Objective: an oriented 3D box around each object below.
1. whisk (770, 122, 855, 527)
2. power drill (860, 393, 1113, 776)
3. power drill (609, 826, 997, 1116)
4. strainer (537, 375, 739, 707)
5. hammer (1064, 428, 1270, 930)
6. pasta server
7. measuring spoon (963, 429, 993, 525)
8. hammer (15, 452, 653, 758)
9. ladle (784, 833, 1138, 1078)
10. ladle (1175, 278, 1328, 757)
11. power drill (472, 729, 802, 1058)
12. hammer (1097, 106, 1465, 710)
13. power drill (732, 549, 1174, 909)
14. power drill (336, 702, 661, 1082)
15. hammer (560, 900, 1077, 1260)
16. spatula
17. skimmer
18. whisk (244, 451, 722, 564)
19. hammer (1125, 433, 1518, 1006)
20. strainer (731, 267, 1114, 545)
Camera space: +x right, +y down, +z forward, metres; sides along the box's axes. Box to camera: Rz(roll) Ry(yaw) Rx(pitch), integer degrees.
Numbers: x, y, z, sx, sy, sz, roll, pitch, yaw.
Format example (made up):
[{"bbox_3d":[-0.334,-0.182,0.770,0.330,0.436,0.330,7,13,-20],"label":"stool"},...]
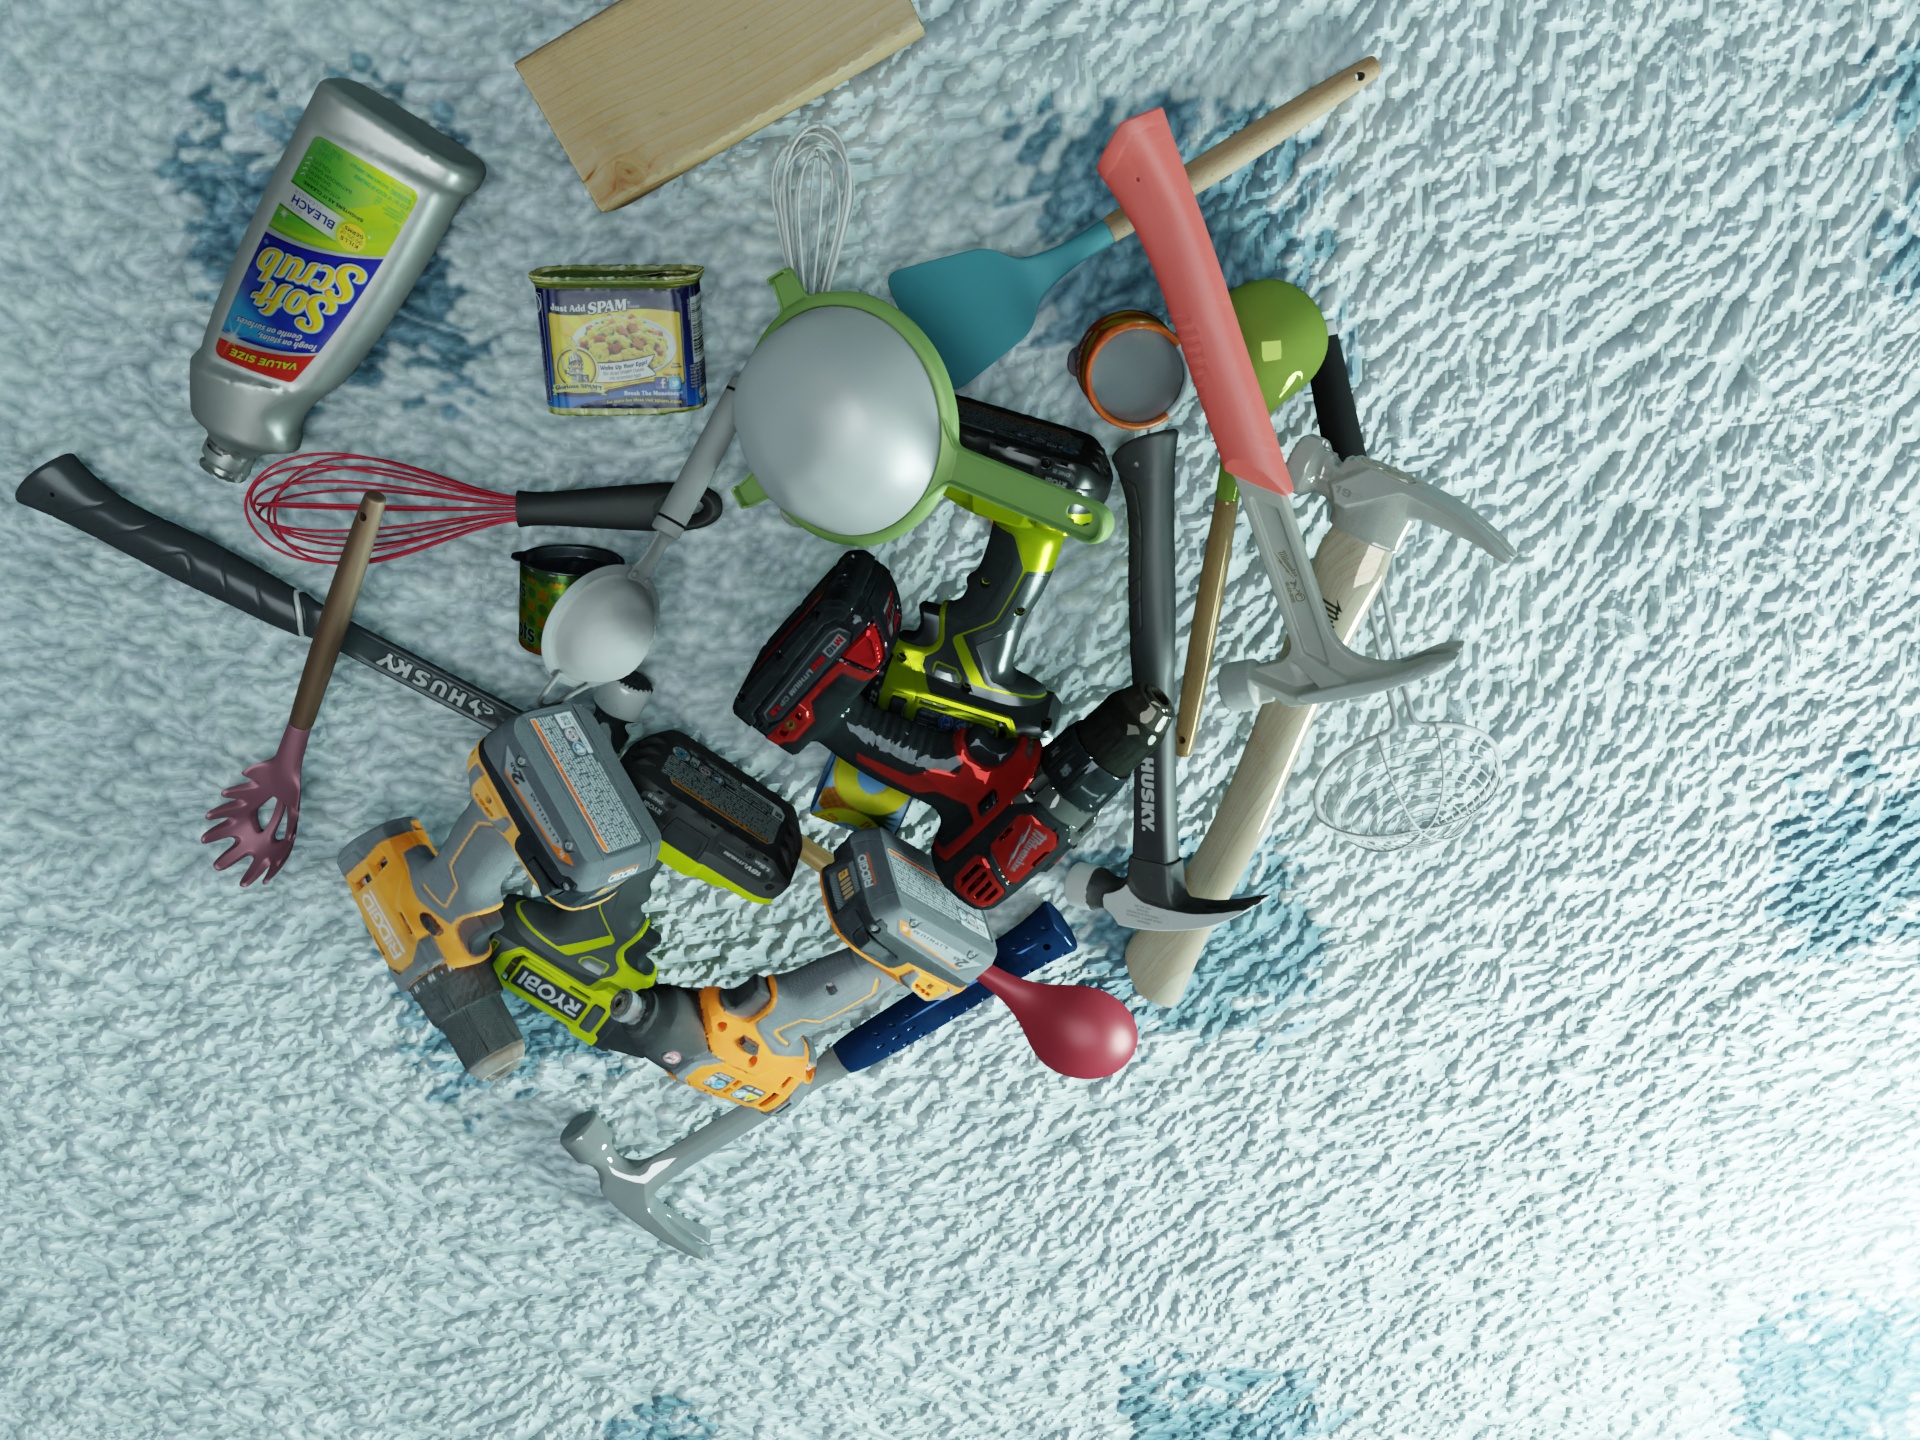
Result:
[{"bbox_3d":[-0.094,-0.237,0.979,0.058,0.059,0.246,21,118,31],"label":"whisk"},{"bbox_3d":[-0.011,-0.083,1.013,0.190,0.080,0.228,17,116,3],"label":"power drill"},{"bbox_3d":[-0.108,0.168,1.040,0.226,0.084,0.164,-37,134,19],"label":"power drill"},{"bbox_3d":[-0.185,-0.113,0.986,0.050,0.086,0.258,26,87,32],"label":"strainer"},{"bbox_3d":[0.131,-0.021,1.038,0.146,0.035,0.334,9,109,39],"label":"hammer"},{"bbox_3d":[-0.422,-0.015,1.020,0.060,0.040,0.316,33,121,3],"label":"pasta server"},{"bbox_3d":[0.008,-0.162,1.023,0.021,0.011,0.116,-25,109,8],"label":"measuring spoon"},{"bbox_3d":[-0.416,-0.057,1.046,0.408,0.036,0.149,28,109,-10],"label":"hammer"},{"bbox_3d":[-0.013,0.152,1.104,0.315,0.031,0.069,34,100,1],"label":"ladle"},{"bbox_3d":[0.173,-0.122,1.028,0.078,0.062,0.320,20,121,25],"label":"ladle"},{"bbox_3d":[-0.212,0.131,1.090,0.171,0.080,0.223,34,115,-11],"label":"power drill"},{"bbox_3d":[0.170,-0.176,0.924,0.149,0.037,0.359,-12,108,32],"label":"hammer"},{"bbox_3d":[-0.002,-0.003,0.969,0.226,0.080,0.188,38,117,-13],"label":"power drill"},{"bbox_3d":[-0.291,0.115,1.017,0.226,0.084,0.185,-36,81,30],"label":"power drill"},{"bbox_3d":[-0.091,0.257,1.166,0.405,0.035,0.144,-33,107,11],"label":"hammer"},{"bbox_3d":[0.109,-0.313,0.964,0.317,0.044,0.082,-30,108,5],"label":"spatula"},{"bbox_3d":[0.269,-0.080,1.048,0.127,0.090,0.363,-13,100,8],"label":"skimmer"},{"bbox_3d":[-0.300,-0.135,1.008,0.296,0.073,0.073,-1,111,-7],"label":"whisk"},{"bbox_3d":[0.210,0.028,1.044,0.146,0.038,0.410,30,119,20],"label":"hammer"},{"bbox_3d":[-0.037,-0.149,0.906,0.256,0.069,0.151,25,118,22],"label":"strainer"}]
